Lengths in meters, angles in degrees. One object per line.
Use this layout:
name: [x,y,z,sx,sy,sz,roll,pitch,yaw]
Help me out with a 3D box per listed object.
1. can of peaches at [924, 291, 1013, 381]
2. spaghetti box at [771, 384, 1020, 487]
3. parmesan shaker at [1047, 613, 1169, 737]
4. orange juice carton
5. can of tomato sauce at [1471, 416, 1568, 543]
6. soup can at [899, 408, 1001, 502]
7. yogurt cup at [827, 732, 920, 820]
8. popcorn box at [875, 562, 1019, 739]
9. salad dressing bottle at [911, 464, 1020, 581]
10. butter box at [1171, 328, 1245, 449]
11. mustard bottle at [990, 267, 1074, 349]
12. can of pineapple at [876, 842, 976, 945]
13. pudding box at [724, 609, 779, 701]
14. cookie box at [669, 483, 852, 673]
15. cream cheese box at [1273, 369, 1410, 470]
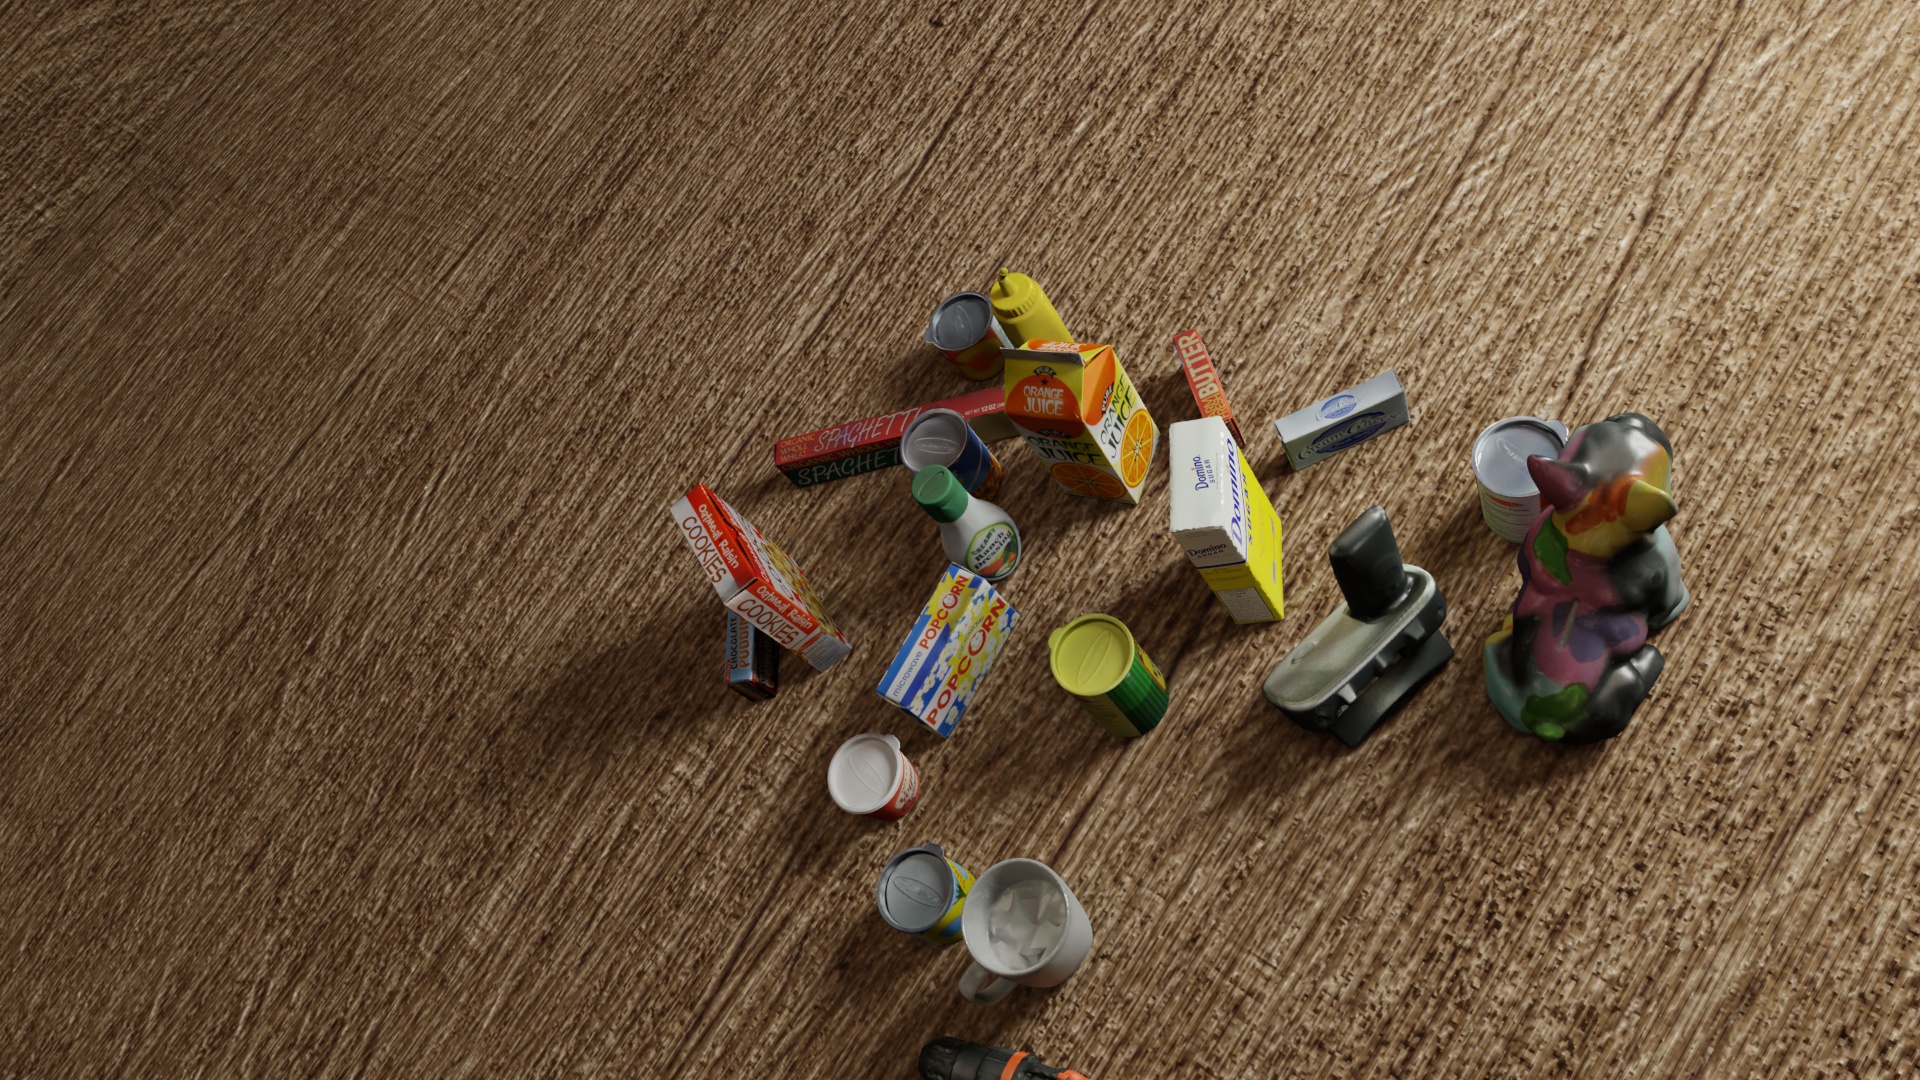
can of peaches: [0.009,-0.192,1.315,0.071,0.058,0.071,-11,61,20]
spaghetti box: [-0.057,-0.097,1.301,0.250,0.050,0.029,-12,61,19]
parmesan shaker: [0.116,0.105,1.083,0.071,0.103,0.071,-11,61,20]
orange juice carton: [0.097,-0.106,1.147,0.072,0.192,0.073,10,70,29]
can of tomato sauce: [0.419,-0.045,1.030,0.071,0.083,0.071,-11,61,20]
soup can: [-0.009,-0.067,1.243,0.071,0.083,0.071,-11,61,20]
yogurt cup: [-0.069,0.199,1.151,0.072,0.054,0.073,-11,61,20]
popcorn box: [-0.009,0.093,1.159,0.038,0.085,0.127,23,76,33]
salad dressing bottle: [0.004,-0.015,1.171,0.064,0.147,0.044,-46,55,-2]
butter box: [0.212,-0.127,1.188,0.024,0.053,0.104,-23,57,13]
mustard bottle: [0.061,-0.194,1.230,0.049,0.160,0.065,-37,55,4]
can of pineapple: [-0.023,0.278,1.086,0.071,0.057,0.071,-11,61,20]
pudding box: [-0.189,0.098,1.263,0.030,0.049,0.084,-12,60,20]
cookie box: [-0.173,0.034,1.217,0.040,0.167,0.123,-39,55,3]
cream cheese box: [0.310,-0.096,1.126,0.103,0.053,0.024,-24,57,13]
